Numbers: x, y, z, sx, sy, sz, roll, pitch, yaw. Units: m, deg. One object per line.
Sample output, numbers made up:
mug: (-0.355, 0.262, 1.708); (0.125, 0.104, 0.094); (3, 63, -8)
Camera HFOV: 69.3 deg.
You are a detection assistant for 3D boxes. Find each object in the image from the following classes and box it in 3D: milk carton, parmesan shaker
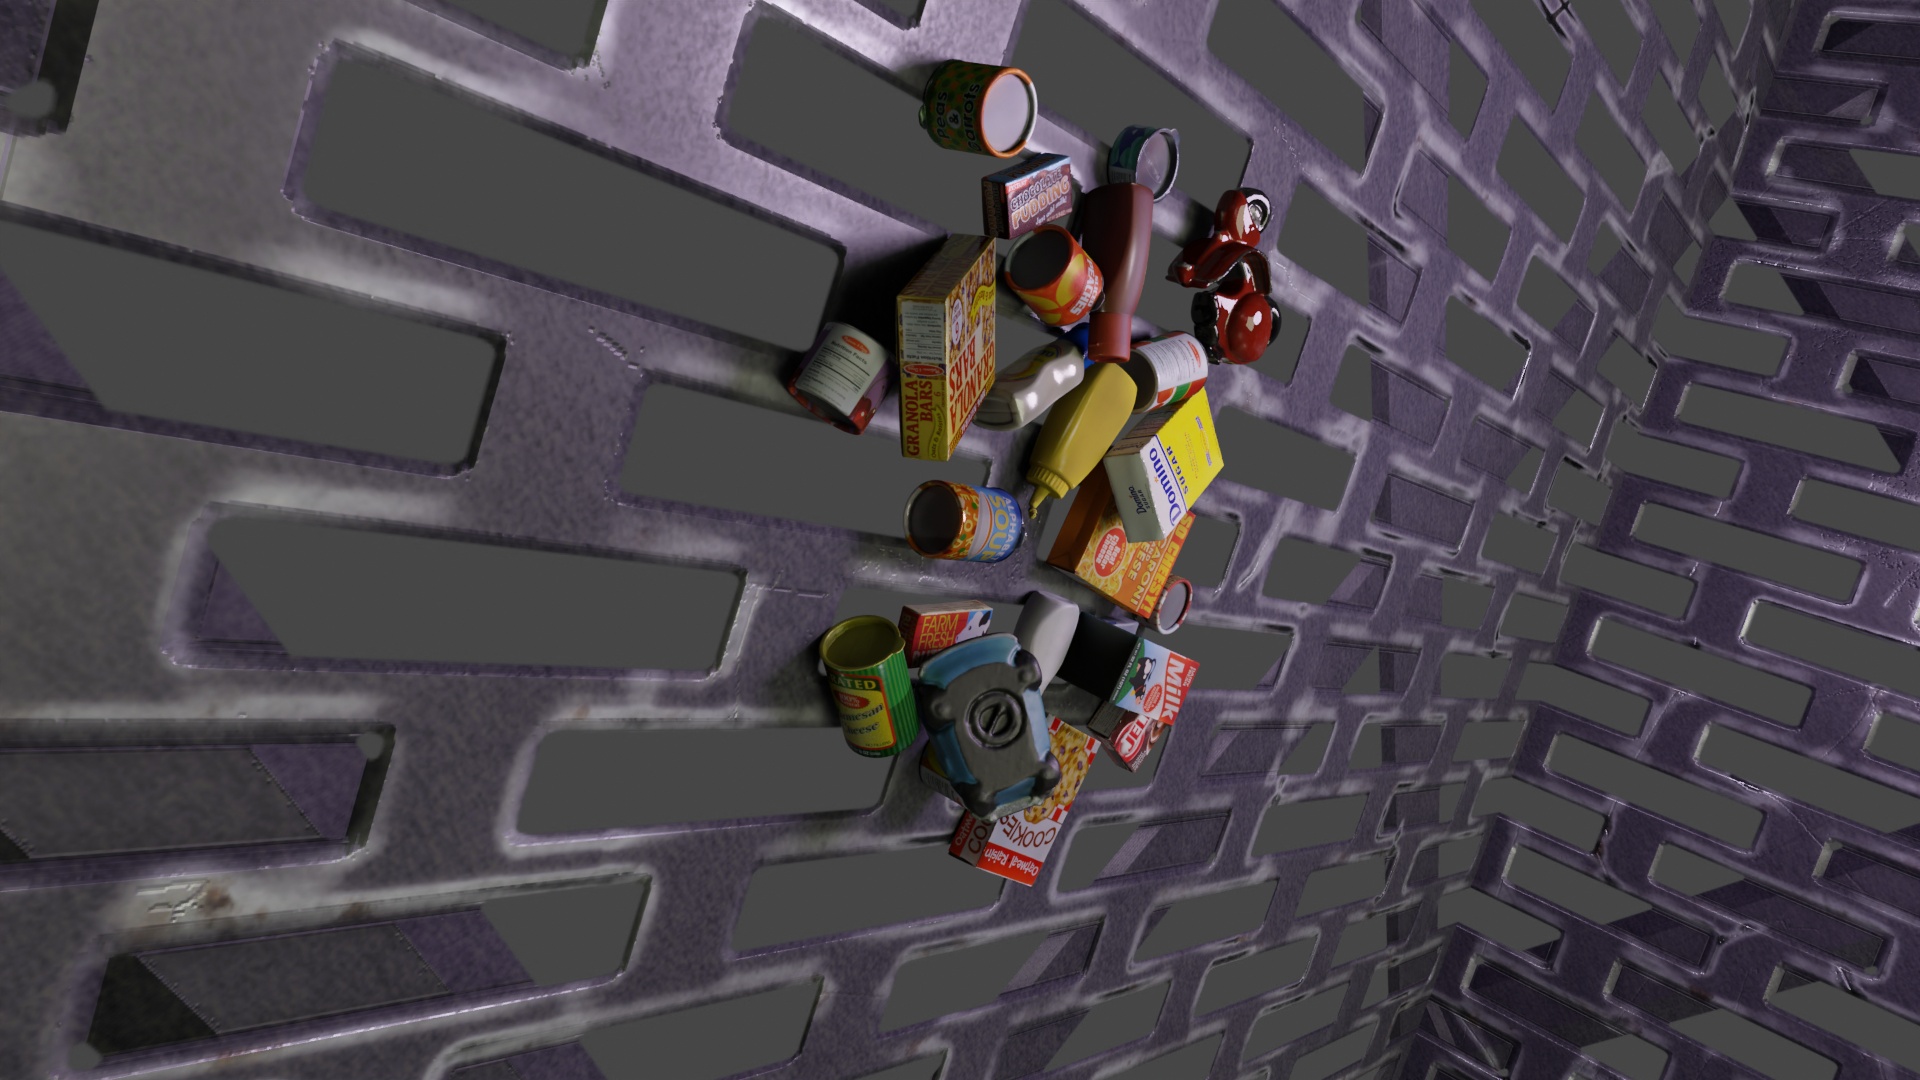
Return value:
milk carton: (0.180, 0.135, 1.416); (0.190, 0.073, 0.072); (27, 88, -54)
parmesan shaker: (-0.071, 0.122, 1.144); (0.071, 0.071, 0.102); (-39, 134, -32)

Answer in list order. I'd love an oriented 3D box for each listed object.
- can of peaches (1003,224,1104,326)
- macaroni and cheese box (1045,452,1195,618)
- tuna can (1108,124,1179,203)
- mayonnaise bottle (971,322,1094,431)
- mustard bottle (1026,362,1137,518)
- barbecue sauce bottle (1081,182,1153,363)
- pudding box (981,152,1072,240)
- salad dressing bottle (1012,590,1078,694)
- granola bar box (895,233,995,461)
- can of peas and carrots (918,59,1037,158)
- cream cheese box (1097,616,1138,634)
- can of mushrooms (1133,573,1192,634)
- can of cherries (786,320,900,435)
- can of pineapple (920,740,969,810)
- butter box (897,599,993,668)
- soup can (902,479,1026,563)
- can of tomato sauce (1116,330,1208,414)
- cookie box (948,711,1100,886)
can of peaches: (0.079, -0.220, 1.157); (0.058, 0.071, 0.071); (36, 79, -51)
macaroni and cheese box: (0.164, -0.004, 1.396); (0.166, 0.040, 0.124); (31, 83, -52)
tuna can: (0.164, -0.337, 1.234); (0.071, 0.033, 0.070); (-27, 127, -41)
mayonnaise bottle: (0.071, -0.143, 1.196); (0.149, 0.065, 0.041); (-39, 123, -38)
mustard bottle: (0.100, -0.089, 1.265); (0.065, 0.049, 0.160); (41, 76, -37)
barbecue sauce bottle: (0.131, -0.228, 1.194); (0.044, 0.065, 0.148); (7, 86, -39)
pudding box: (0.054, -0.281, 1.130); (0.084, 0.030, 0.049); (-32, 130, -38)
salad dressing bottle: (0.068, 0.123, 1.341); (0.064, 0.044, 0.147); (15, 97, -48)
granola bar box: (-0.009, -0.150, 1.051); (0.166, 0.039, 0.123); (-63, 156, -60)
can of peas and carrots: (0.014, -0.321, 1.035); (0.071, 0.059, 0.070); (-26, 126, -41)
cream cheese box: (0.143, 0.108, 1.439); (0.104, 0.024, 0.053); (1, 107, -51)
can of mushrooms: (0.220, 0.065, 1.506); (0.071, 0.033, 0.070); (-26, 127, -40)
can of cherries: (-0.084, -0.117, 1.014); (0.058, 0.071, 0.071); (-59, 142, -11)
can of pineapple: (0.006, 0.210, 1.295); (0.071, 0.058, 0.070); (-27, 128, -41)
butter box: (-0.016, 0.083, 1.232); (0.104, 0.024, 0.053); (-1, 108, -51)
soup can: (0.004, -0.015, 1.168); (0.084, 0.071, 0.071); (5, 104, -52)
can of tomato sauce: (0.185, -0.159, 1.324); (0.083, 0.071, 0.071); (-22, 124, -43)
cookie box: (0.066, 0.259, 1.410); (0.122, 0.040, 0.167); (36, 78, -52)
